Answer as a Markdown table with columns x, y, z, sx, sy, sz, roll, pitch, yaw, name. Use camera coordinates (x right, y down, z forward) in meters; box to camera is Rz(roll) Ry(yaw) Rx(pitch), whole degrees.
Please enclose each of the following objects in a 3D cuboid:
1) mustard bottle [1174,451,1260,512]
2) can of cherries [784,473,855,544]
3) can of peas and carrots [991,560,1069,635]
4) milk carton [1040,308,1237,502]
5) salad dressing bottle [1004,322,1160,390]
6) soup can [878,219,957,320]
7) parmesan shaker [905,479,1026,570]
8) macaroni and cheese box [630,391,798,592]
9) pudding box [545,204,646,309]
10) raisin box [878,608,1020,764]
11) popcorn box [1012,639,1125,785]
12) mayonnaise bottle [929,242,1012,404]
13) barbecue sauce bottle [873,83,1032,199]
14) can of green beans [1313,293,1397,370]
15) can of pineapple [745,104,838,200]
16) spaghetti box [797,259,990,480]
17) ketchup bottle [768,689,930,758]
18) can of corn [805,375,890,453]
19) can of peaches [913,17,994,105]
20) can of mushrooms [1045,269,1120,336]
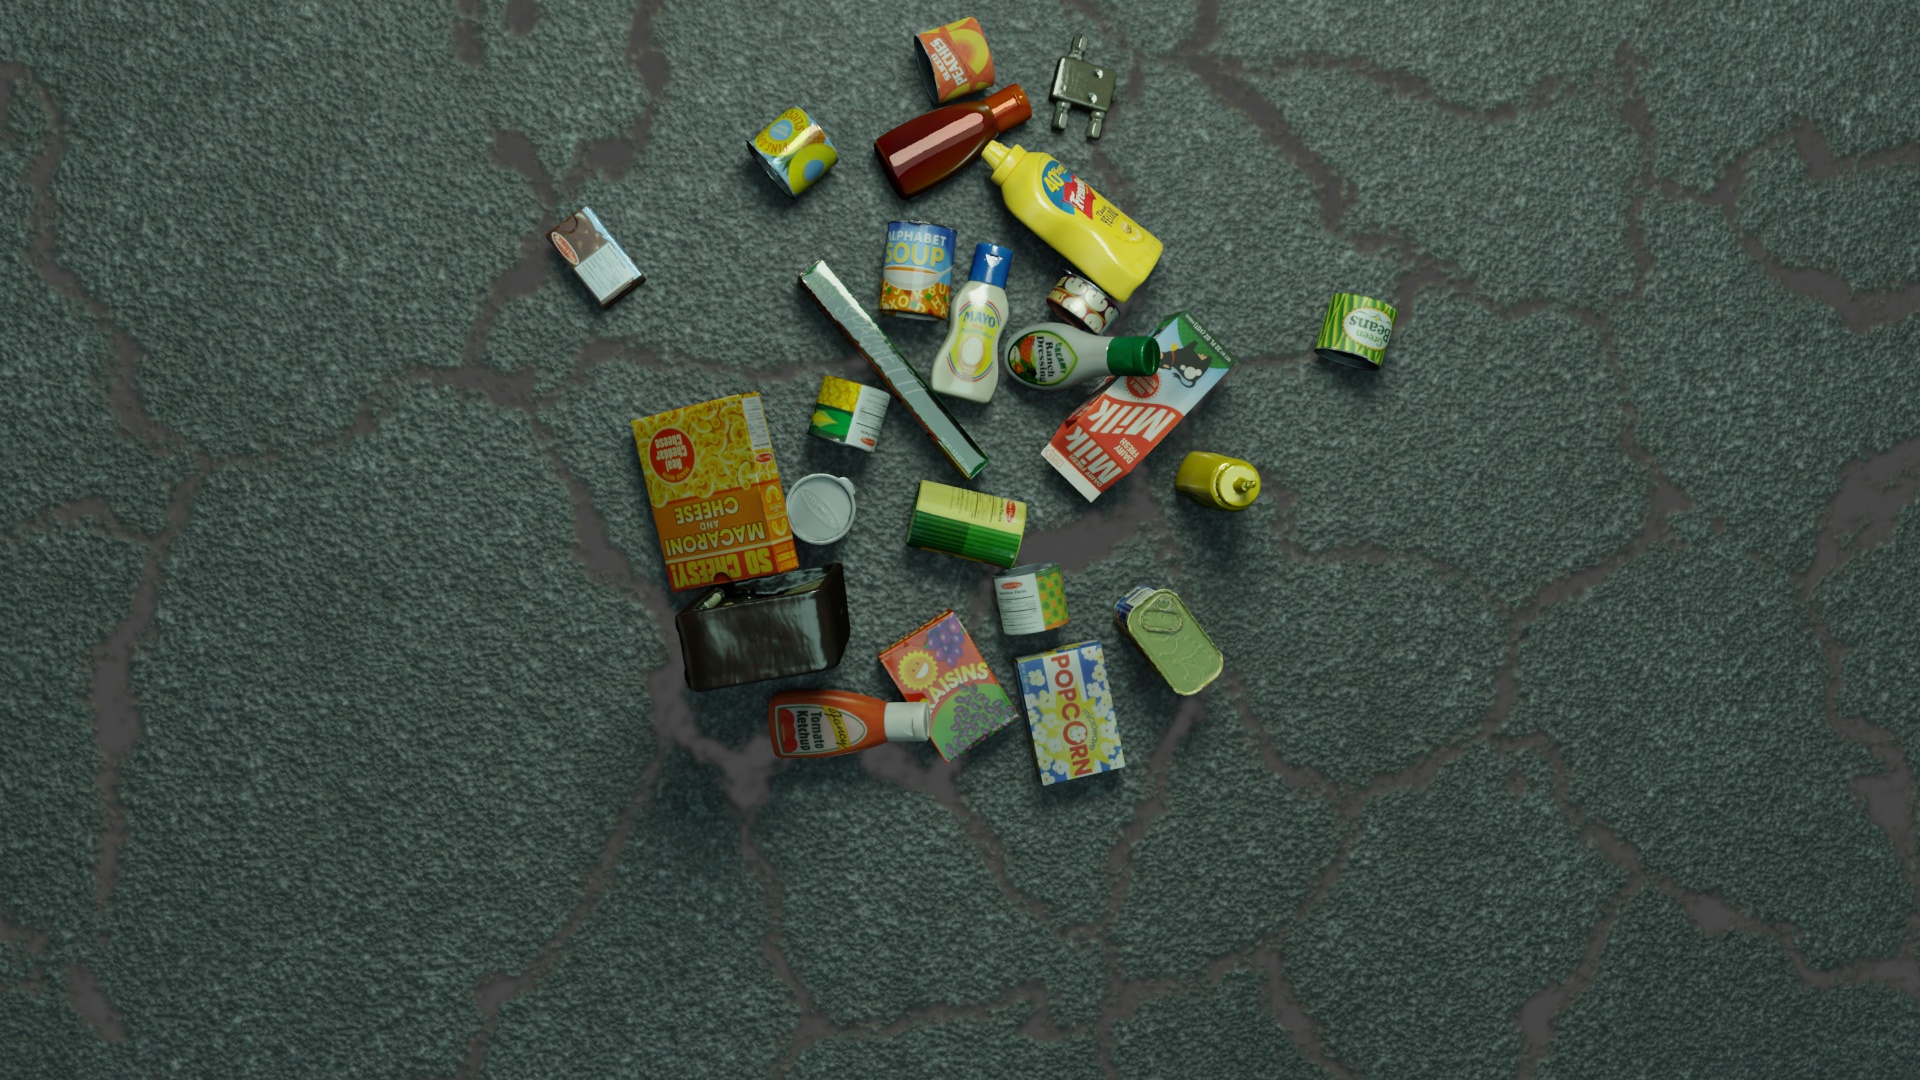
| x | y | z | sx | sy | sz | roll | pitch | yaw | name |
| --- | --- | --- | --- | --- | --- | --- | --- | --- | --- |
| 0.246 | -0.053 | 1.299 | 0.065 | 0.160 | 0.049 | 23 | 92 | -6 | mustard bottle |
| -0.130 | -0.031 | 1.310 | 0.071 | 0.058 | 0.071 | 0 | 92 | -5 | can of cherries |
| 0.069 | 0.055 | 1.333 | 0.071 | 0.071 | 0.058 | -12 | 95 | -5 | can of peas and carrots |
| 0.166 | -0.128 | 1.330 | 0.072 | 0.073 | 0.190 | 44 | 88 | -7 | milk carton |
| 0.113 | -0.172 | 1.294 | 0.147 | 0.044 | 0.064 | 5 | 105 | 35 | salad dressing bottle |
| -0.041 | -0.253 | 1.302 | 0.071 | 0.071 | 0.083 | 6 | 92 | -6 | soup can |
| 0.005 | -0.017 | 1.323 | 0.103 | 0.071 | 0.071 | 13 | 92 | -6 | parmesan shaker |
| -0.227 | -0.043 | 1.280 | 0.123 | 0.040 | 0.166 | -11 | 94 | 25 | macaroni and cheese box |
| -0.338 | -0.263 | 1.290 | 0.050 | 0.030 | 0.083 | -39 | 96 | -2 | pudding box |
| -0.012 | 0.140 | 1.340 | 0.086 | 0.040 | 0.123 | -32 | 95 | -3 | raisin box |
| 0.106 | 0.167 | 1.354 | 0.085 | 0.038 | 0.126 | -12 | 94 | -6 | popcorn box |
| 0.015 | -0.207 | 1.325 | 0.065 | 0.041 | 0.148 | 13 | 92 | -7 | mayonnaise bottle |
| -0.004 | -0.383 | 1.314 | 0.149 | 0.043 | 0.065 | -29 | 96 | -5 | barbecue sauce bottle |
| 0.386 | -0.203 | 1.354 | 0.071 | 0.071 | 0.058 | 18 | 91 | -7 | can of green beans |
| -0.155 | -0.360 | 1.286 | 0.058 | 0.071 | 0.071 | -42 | 96 | -3 | can of pineapple |
| -0.063 | -0.160 | 1.315 | 0.029 | 0.050 | 0.250 | -41 | 96 | -4 | spaghetti box |
| -0.104 | 0.172 | 1.310 | 0.149 | 0.044 | 0.064 | -3 | 102 | 10 | ketchup bottle |
| -0.107 | -0.119 | 1.305 | 0.071 | 0.071 | 0.058 | 16 | 91 | -7 | can of corn |
| -0.005 | -0.448 | 1.297 | 0.058 | 0.071 | 0.071 | -20 | 95 | -6 | can of peaches |
| 0.114 | -0.224 | 1.323 | 0.071 | 0.071 | 0.033 | 37 | 90 | -7 | can of mushrooms |
